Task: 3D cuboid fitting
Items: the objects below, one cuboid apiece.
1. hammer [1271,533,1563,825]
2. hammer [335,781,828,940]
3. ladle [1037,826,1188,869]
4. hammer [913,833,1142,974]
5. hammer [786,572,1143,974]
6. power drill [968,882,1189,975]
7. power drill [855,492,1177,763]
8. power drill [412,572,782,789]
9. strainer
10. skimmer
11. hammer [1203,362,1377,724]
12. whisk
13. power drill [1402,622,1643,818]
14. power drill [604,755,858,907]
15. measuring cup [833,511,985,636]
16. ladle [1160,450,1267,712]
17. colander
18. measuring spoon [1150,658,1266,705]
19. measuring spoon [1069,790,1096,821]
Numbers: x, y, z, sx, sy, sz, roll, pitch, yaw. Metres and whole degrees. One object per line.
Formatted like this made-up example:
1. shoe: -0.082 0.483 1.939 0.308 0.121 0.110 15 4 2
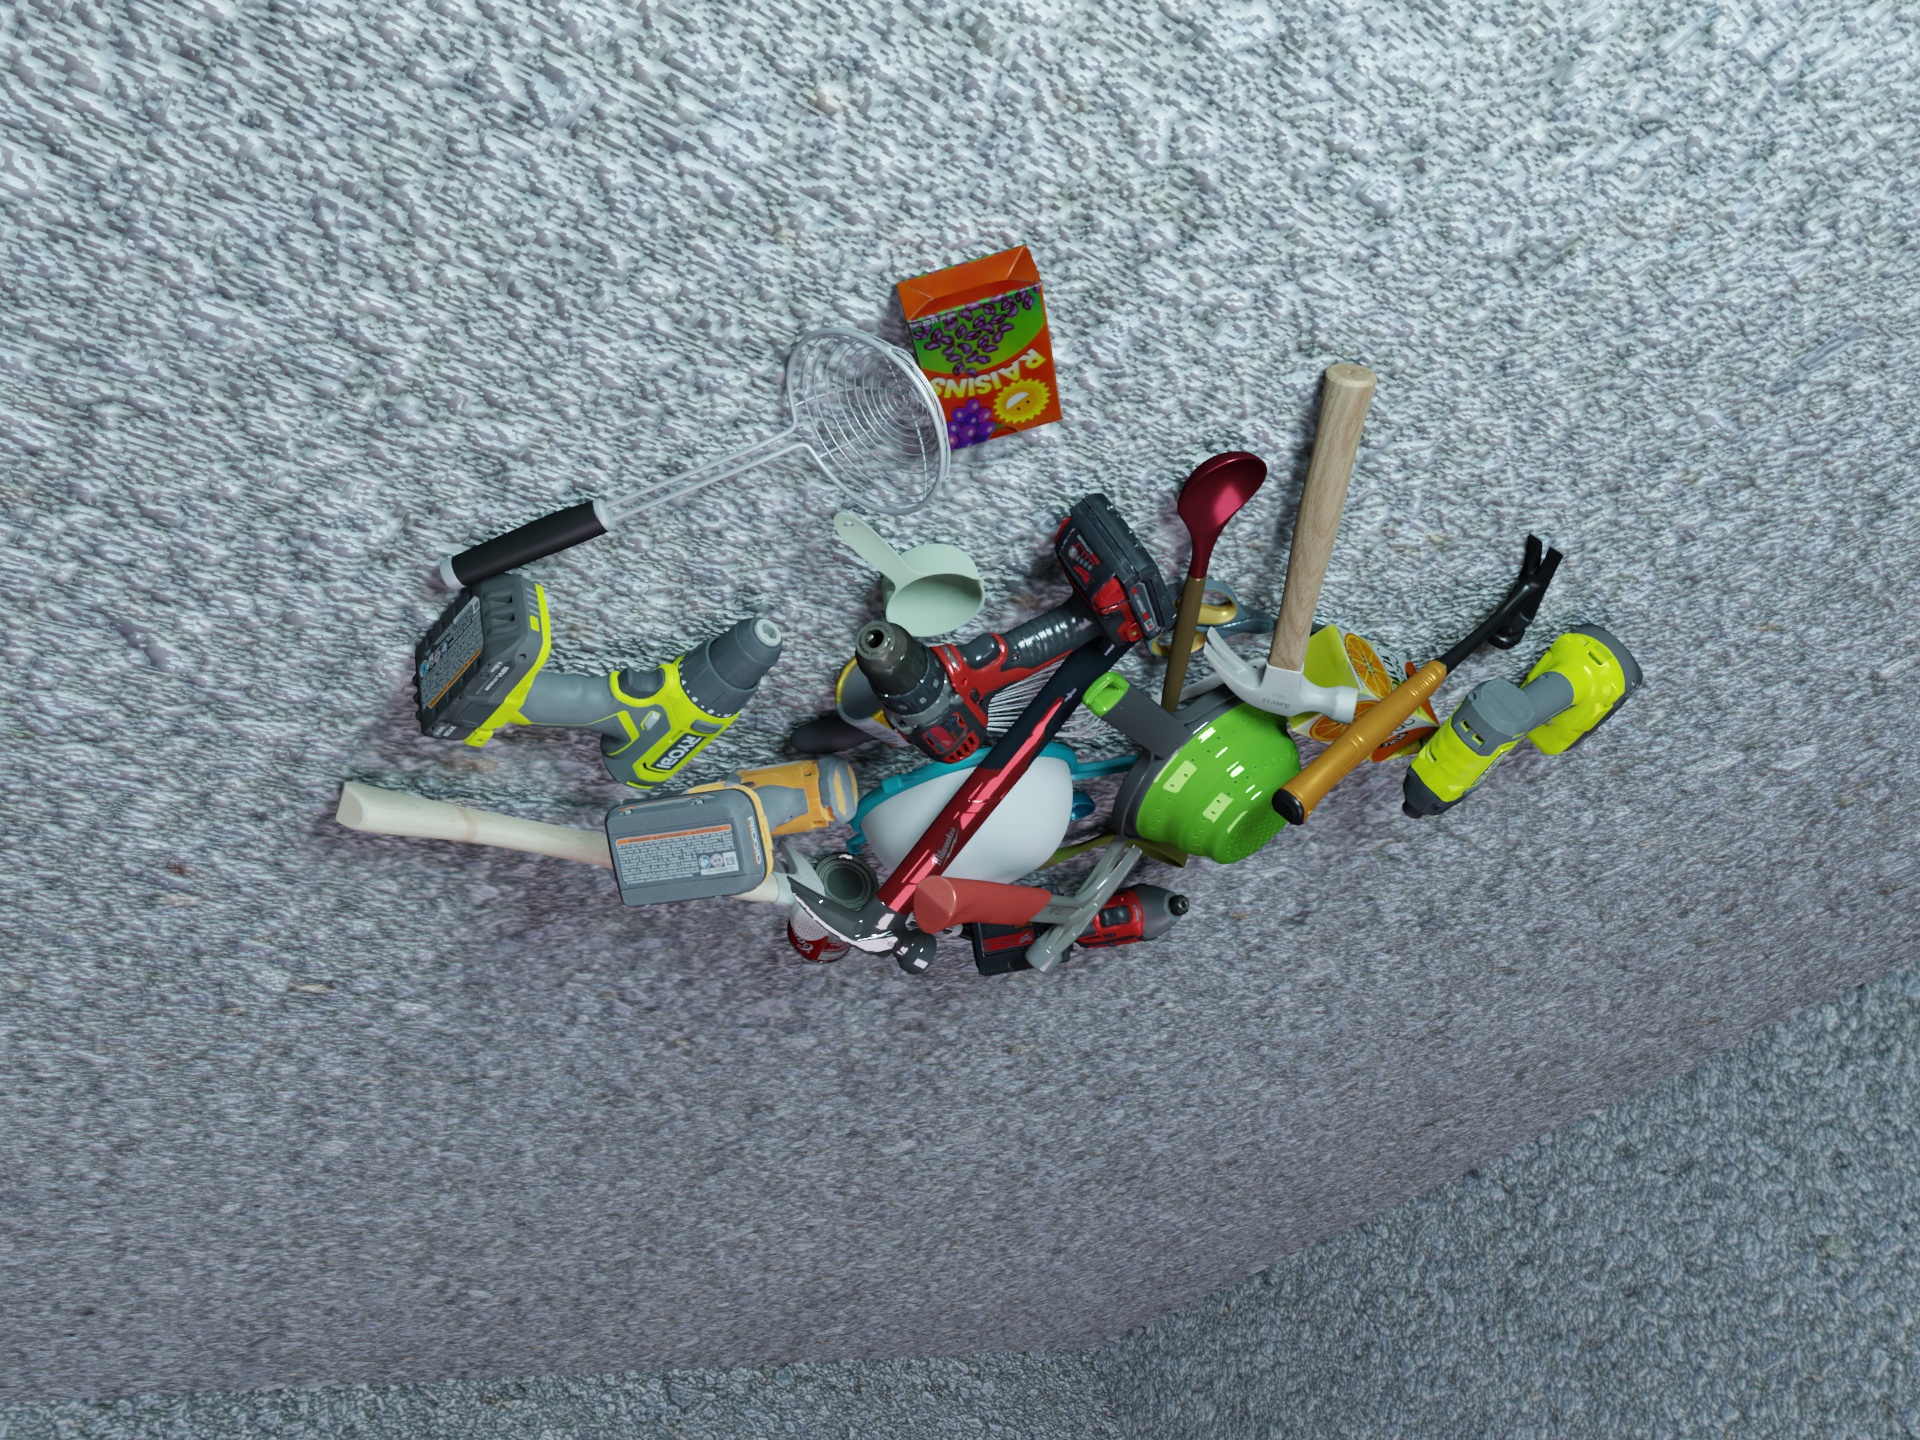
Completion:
1. hammer: 0.379 -0.026 1.323 0.337 0.034 0.127 -38 153 -23
2. hammer: -0.312 0.106 1.346 0.410 0.146 0.038 15 103 -25
3. ladle: 0.071 0.157 1.603 0.320 0.062 0.078 -16 164 6
4. hammer: 0.054 0.149 1.343 0.149 0.037 0.358 -54 157 6
5. hammer: 0.024 0.029 1.279 0.143 0.038 0.386 33 101 -27
6. power drill: 0.125 0.205 1.625 0.219 0.078 0.143 0 167 -45
7. power drill: 0.034 -0.067 1.165 0.226 0.080 0.187 -34 152 3
8. power drill: -0.260 -0.032 1.165 0.228 0.080 0.190 15 138 -42
9. strainer: 0.073 0.090 1.430 0.340 0.095 0.211 -9 162 -18
10. skimmer: -0.180 -0.144 1.014 0.363 0.090 0.127 -19 115 11
11. hammer: 0.266 -0.128 1.223 0.130 0.031 0.331 11 137 10
12. whisk: -0.002 -0.005 1.333 0.284 0.070 0.070 -9 147 -2
13. power drill: 0.504 0.006 1.455 0.223 0.080 0.171 -23 154 -32
14. power drill: -0.201 0.083 1.271 0.185 0.084 0.226 -8 -173 17
15. measuring cup: -0.045 -0.118 1.157 0.083 0.038 0.167 -28 143 19
16. ladle: 0.186 -0.099 1.265 0.069 0.031 0.315 -13 143 -13
17. colander: 0.206 0.042 1.354 0.204 0.095 0.396 -46 152 9
18. measuring spoon: 0.218 -0.025 1.421 0.124 0.018 0.034 -24 146 11
19. measuring spoon: 0.083 0.098 1.560 0.042 0.021 0.128 8 150 -36
